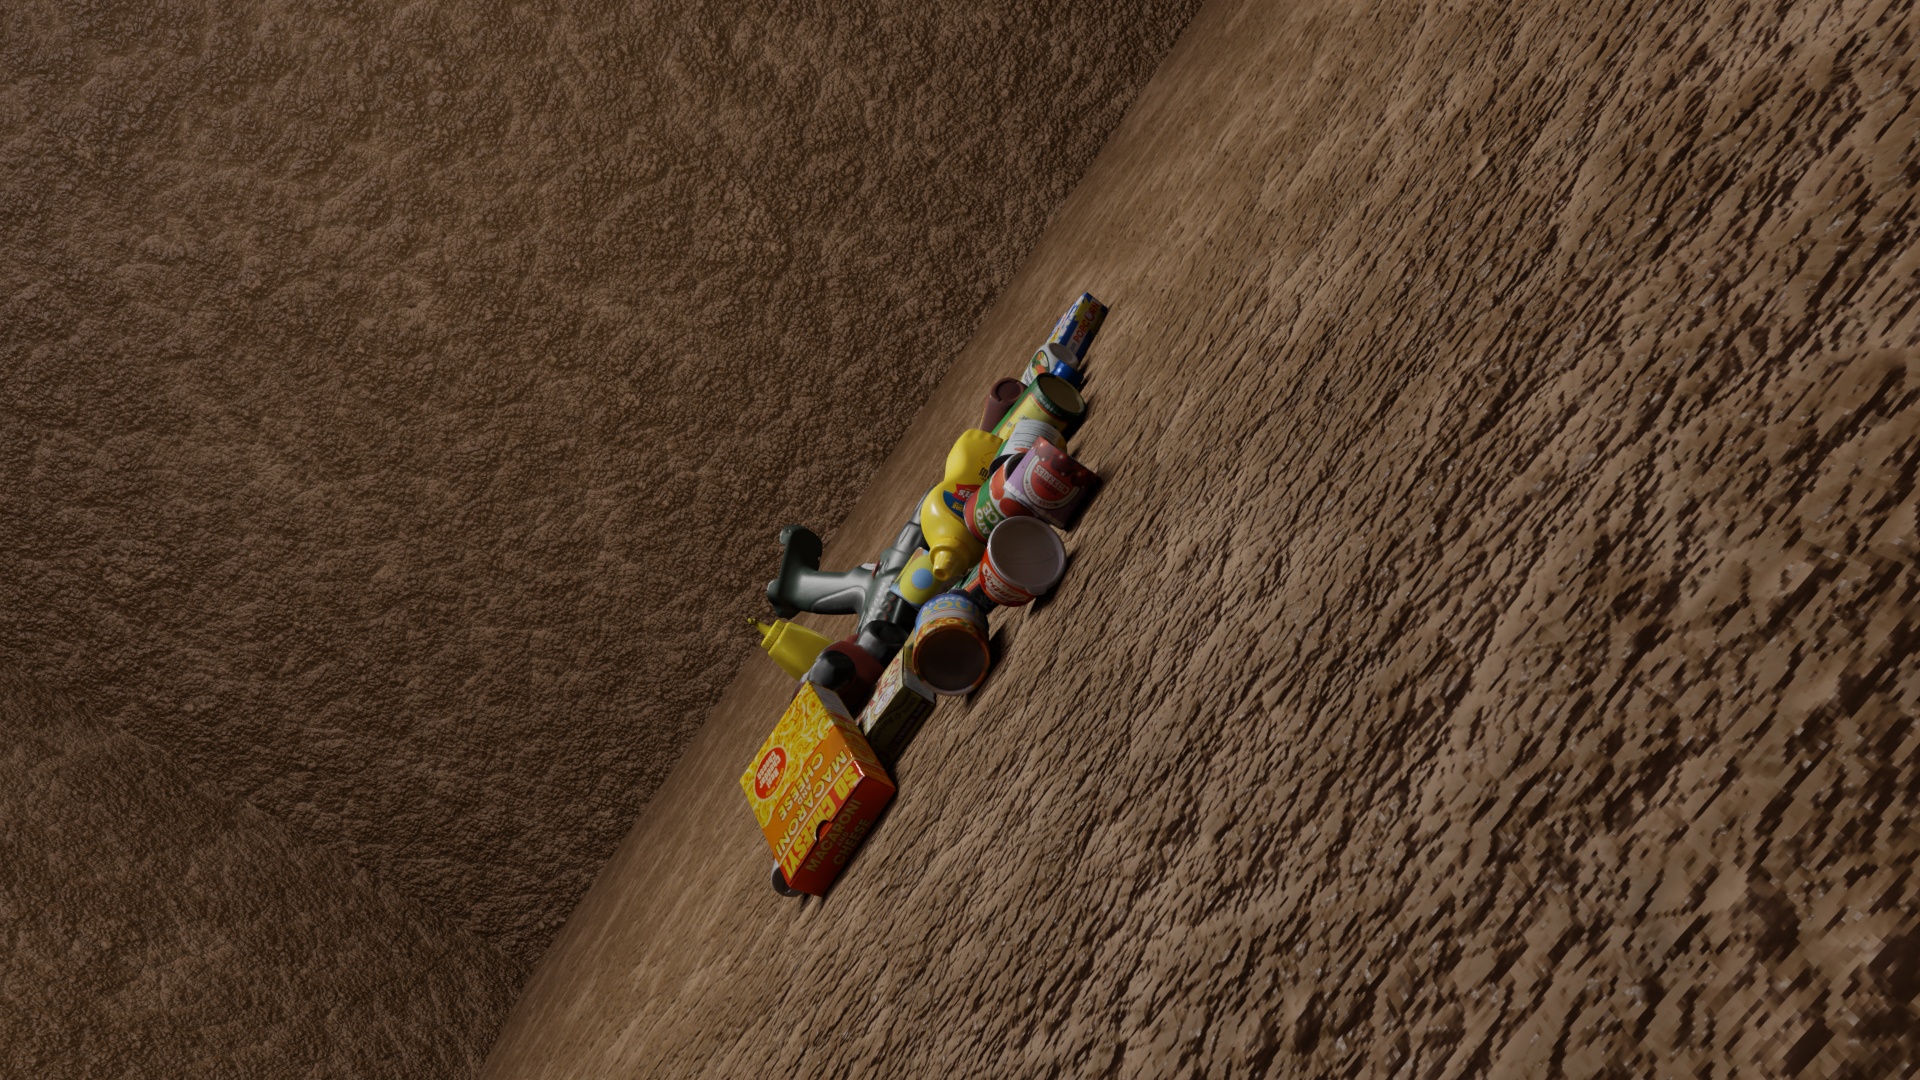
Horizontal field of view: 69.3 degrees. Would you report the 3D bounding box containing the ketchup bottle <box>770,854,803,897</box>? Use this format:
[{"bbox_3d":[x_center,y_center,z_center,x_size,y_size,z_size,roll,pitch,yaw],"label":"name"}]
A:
[{"bbox_3d":[-0.155,0.291,1.334,0.149,0.043,0.064,-95,28,-76],"label":"ketchup bottle"}]

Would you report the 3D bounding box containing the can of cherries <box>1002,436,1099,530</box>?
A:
[{"bbox_3d":[0.080,-0.051,1.228,0.058,0.071,0.071,-54,9,6],"label":"can of cherries"}]

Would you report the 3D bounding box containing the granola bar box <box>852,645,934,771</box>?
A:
[{"bbox_3d":[-0.087,0.192,1.341,0.165,0.039,0.124,-54,9,9],"label":"granola bar box"}]

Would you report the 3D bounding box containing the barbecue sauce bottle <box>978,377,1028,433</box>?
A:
[{"bbox_3d":[0.041,-0.121,1.663,0.065,0.044,0.147,-51,-16,-48],"label":"barbecue sauce bottle"}]

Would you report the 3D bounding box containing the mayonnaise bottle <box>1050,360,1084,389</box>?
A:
[{"bbox_3d":[0.086,-0.137,1.598,0.148,0.041,0.065,-56,4,7],"label":"mayonnaise bottle"}]

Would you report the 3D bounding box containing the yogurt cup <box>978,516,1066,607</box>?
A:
[{"bbox_3d":[0.048,0.021,1.156,0.073,0.072,0.053,-61,2,-32],"label":"yogurt cup"}]

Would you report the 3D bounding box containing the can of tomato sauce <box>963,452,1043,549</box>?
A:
[{"bbox_3d":[0.051,-0.036,1.340,0.082,0.071,0.071,-44,15,51],"label":"can of tomato sauce"}]

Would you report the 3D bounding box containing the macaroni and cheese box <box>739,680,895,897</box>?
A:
[{"bbox_3d":[-0.134,0.223,1.265,0.123,0.040,0.167,-56,33,8],"label":"macaroni and cheese box"}]

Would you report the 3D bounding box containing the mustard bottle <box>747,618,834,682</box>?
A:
[{"bbox_3d":[-0.195,0.140,1.722,0.065,0.160,0.048,-60,8,-33],"label":"mustard bottle"}]

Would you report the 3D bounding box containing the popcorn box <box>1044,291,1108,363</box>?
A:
[{"bbox_3d":[0.130,-0.241,1.752,0.127,0.038,0.085,-61,9,-29],"label":"popcorn box"}]

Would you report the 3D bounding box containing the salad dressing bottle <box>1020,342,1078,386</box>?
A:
[{"bbox_3d":[0.088,-0.170,1.679,0.147,0.044,0.064,-58,41,33],"label":"salad dressing bottle"}]

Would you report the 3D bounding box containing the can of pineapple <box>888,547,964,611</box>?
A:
[{"bbox_3d":[-0.036,0.047,1.491,0.058,0.071,0.071,-56,8,-5],"label":"can of pineapple"}]

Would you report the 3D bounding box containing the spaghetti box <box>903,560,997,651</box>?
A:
[{"bbox_3d":[0.009,0.056,1.349,0.249,0.028,0.050,-44,15,55],"label":"spaghetti box"}]

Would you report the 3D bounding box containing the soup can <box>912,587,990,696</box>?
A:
[{"bbox_3d":[-0.007,0.086,1.194,0.071,0.071,0.084,-54,9,12],"label":"soup can"}]

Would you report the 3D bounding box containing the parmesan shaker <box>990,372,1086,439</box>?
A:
[{"bbox_3d":[0.078,-0.125,1.497,0.102,0.071,0.072,-51,10,32],"label":"parmesan shaker"}]

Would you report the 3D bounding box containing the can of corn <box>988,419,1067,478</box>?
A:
[{"bbox_3d":[0.068,-0.078,1.400,0.070,0.071,0.058,-47,12,47],"label":"can of corn"}]
